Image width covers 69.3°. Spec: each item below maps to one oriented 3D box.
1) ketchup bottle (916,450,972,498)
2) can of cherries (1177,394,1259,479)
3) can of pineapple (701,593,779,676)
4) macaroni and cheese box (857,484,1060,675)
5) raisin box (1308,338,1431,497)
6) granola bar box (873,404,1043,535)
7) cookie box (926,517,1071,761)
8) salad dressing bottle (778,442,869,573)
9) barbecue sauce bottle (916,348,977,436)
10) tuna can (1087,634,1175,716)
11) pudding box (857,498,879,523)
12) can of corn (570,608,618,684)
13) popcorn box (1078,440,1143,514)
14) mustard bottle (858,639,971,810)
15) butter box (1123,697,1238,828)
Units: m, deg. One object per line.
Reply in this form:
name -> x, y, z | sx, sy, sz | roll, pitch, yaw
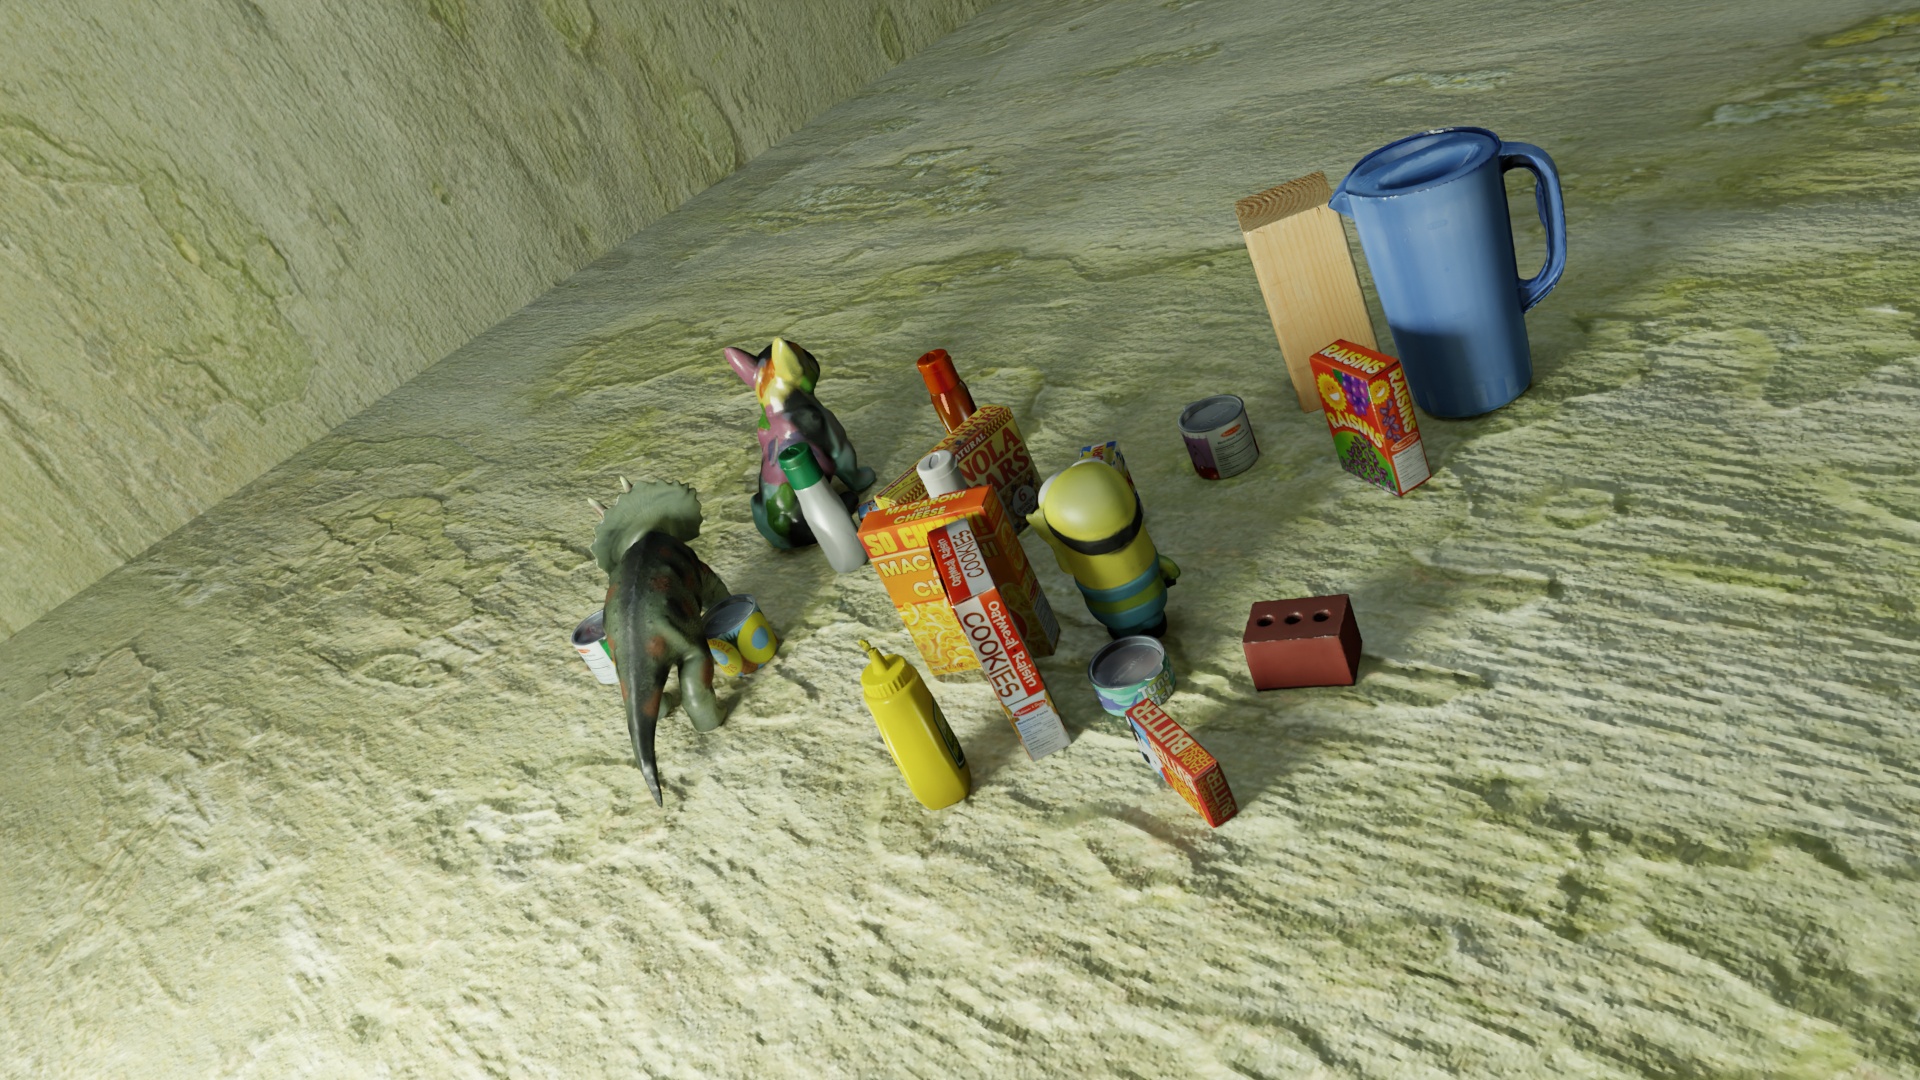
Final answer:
ketchup bottle -> 0.005, -0.017, 1.326 | 0.043, 0.148, 0.065 | -18, 30, 14
can of cherries -> 0.253, -0.103, 1.364 | 0.071, 0.058, 0.072 | -19, 29, 12
can of pineapple -> -0.227, 0.098, 1.416 | 0.071, 0.057, 0.071 | -19, 29, 12
macaroni and cheese box -> 0.000, 0.037, 1.224 | 0.123, 0.165, 0.040 | -12, 31, 23
raisin box -> 0.361, -0.109, 1.222 | 0.040, 0.123, 0.086 | -31, 29, -9
granola bar box -> 0.005, -0.040, 1.390 | 0.166, 0.123, 0.039 | -42, 32, -26
cookie box -> 0.029, 0.079, 1.130 | 0.040, 0.166, 0.123 | -25, 29, 1
salad dressing bottle -> -0.146, -0.035, 1.476 | 0.044, 0.147, 0.064 | -36, 30, -17
barbecue sauce bottle -> -0.003, -0.140, 1.535 | 0.043, 0.148, 0.065 | -23, 29, 6
tuna can -> 0.141, 0.110, 1.130 | 0.071, 0.032, 0.071 | -19, 29, 12
pudding box -> -0.064, -0.030, 1.505 | 0.084, 0.049, 0.030 | -24, 29, 4
can of corn -> -0.378, 0.112, 1.511 | 0.071, 0.058, 0.071 | -19, 29, 12
popcorn box -> 0.136, -0.024, 1.300 | 0.038, 0.085, 0.127 | -14, 31, 22
mustard bottle -> -0.041, 0.139, 1.095 | 0.049, 0.159, 0.065 | -23, 29, 5
butter box -> 0.160, 0.161, 1.012 | 0.024, 0.053, 0.104 | -31, 29, -9
